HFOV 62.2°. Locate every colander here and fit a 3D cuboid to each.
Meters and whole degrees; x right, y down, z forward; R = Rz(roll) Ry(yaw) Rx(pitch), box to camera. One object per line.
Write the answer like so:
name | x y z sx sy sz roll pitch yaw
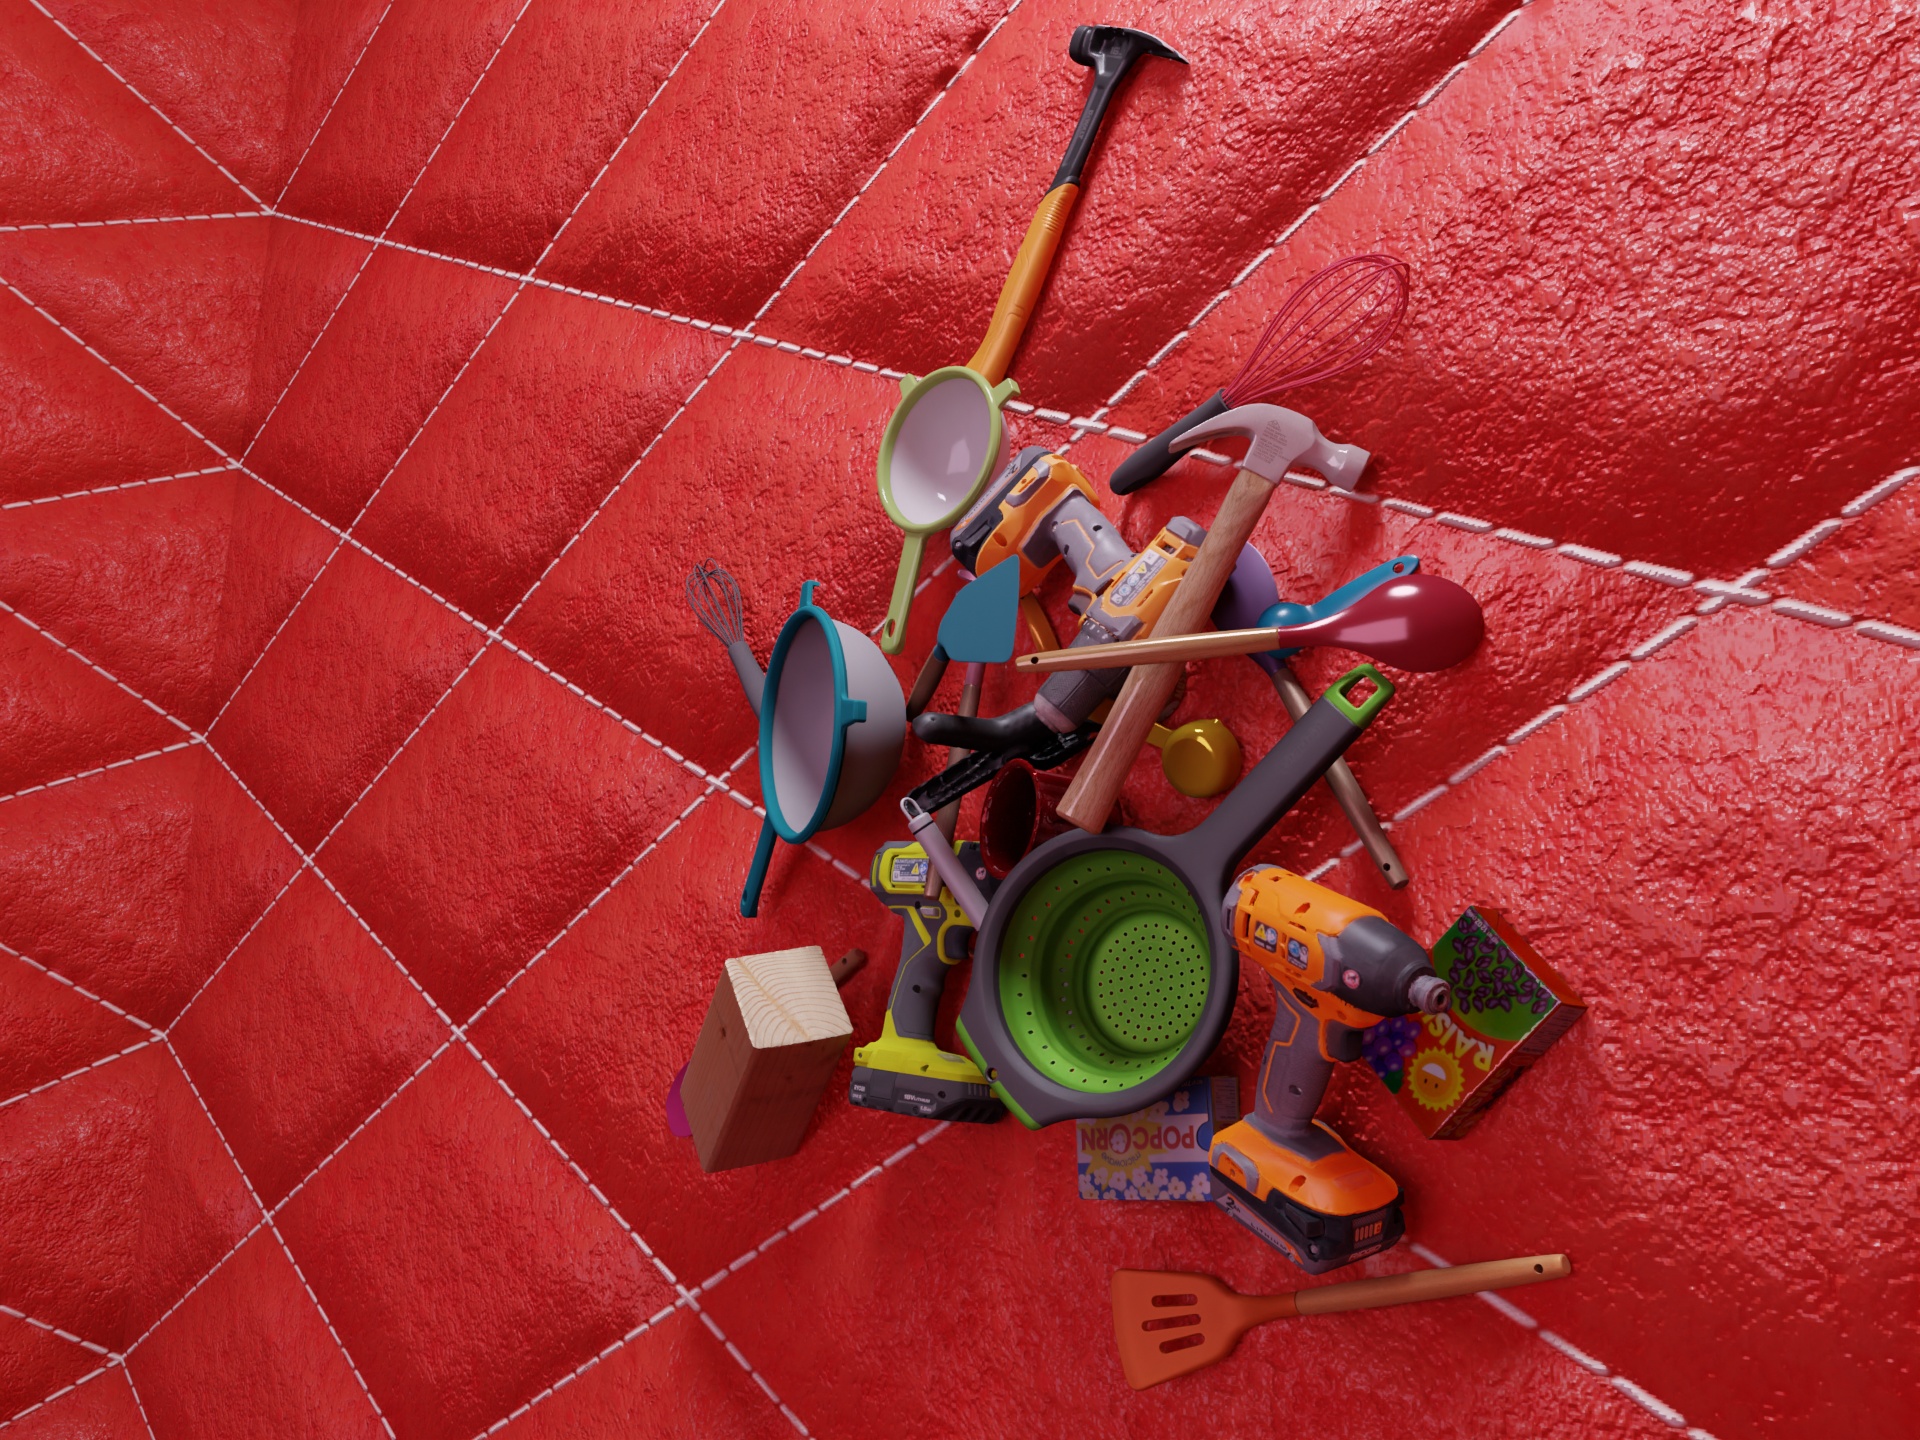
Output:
colander | 0.170 0.123 1.126 0.397 0.094 0.205 -48 55 12

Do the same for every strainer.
strainer | -0.124 0.056 1.452 0.211 0.095 0.340 -115 36 -46
strainer | -0.014 -0.178 1.400 0.152 0.069 0.256 15 92 47
strainer | 0.028 0.167 1.219 0.258 0.087 0.050 56 146 5

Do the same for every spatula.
spatula | 0.241 -0.015 1.132 0.059 0.018 0.316 -41 53 26
spatula | -0.008 -0.044 1.283 0.317 0.044 0.082 124 152 -72
spatula | 0.235 0.374 1.024 0.322 0.041 0.081 -26 61 38

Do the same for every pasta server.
pasta server | -0.002 -0.004 1.324 0.060 0.040 0.316 131 153 -66

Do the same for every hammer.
hammer | 0.156 -0.073 1.127 0.130 0.031 0.331 28 88 8
hammer | 0.084 -0.437 1.390 0.127 0.034 0.337 34 105 46

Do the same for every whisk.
whisk | -0.223 -0.074 1.611 0.055 0.055 0.239 -47 55 27
whisk | 0.216 -0.250 1.192 0.296 0.073 0.073 -35 57 41

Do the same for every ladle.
ladle | 0.190 -0.054 1.079 0.315 0.031 0.069 -6 72 16

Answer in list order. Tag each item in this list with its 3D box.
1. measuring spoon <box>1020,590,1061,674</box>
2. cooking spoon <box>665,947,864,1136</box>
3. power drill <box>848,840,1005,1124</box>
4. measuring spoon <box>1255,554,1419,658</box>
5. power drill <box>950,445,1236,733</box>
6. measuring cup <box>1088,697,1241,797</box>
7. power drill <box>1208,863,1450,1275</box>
measuring spoon | 0.067 -0.083 1.338 0.021 0.011 0.117 -39 58 32
cooking spoon | -0.190 0.302 1.498 0.319 0.017 0.069 -44 50 31
power drill | -0.012 0.209 1.298 0.171 0.080 0.223 -4 74 46
measuring spoon | 0.261 -0.086 1.116 0.128 0.021 0.042 -30 56 29
power drill | 0.083 -0.102 1.237 0.185 0.084 0.226 -49 44 1
measuring cup | 0.134 0.010 1.189 0.157 0.029 0.062 25 114 25
power drill | 0.228 0.218 0.984 0.164 0.084 0.226 23 115 57
